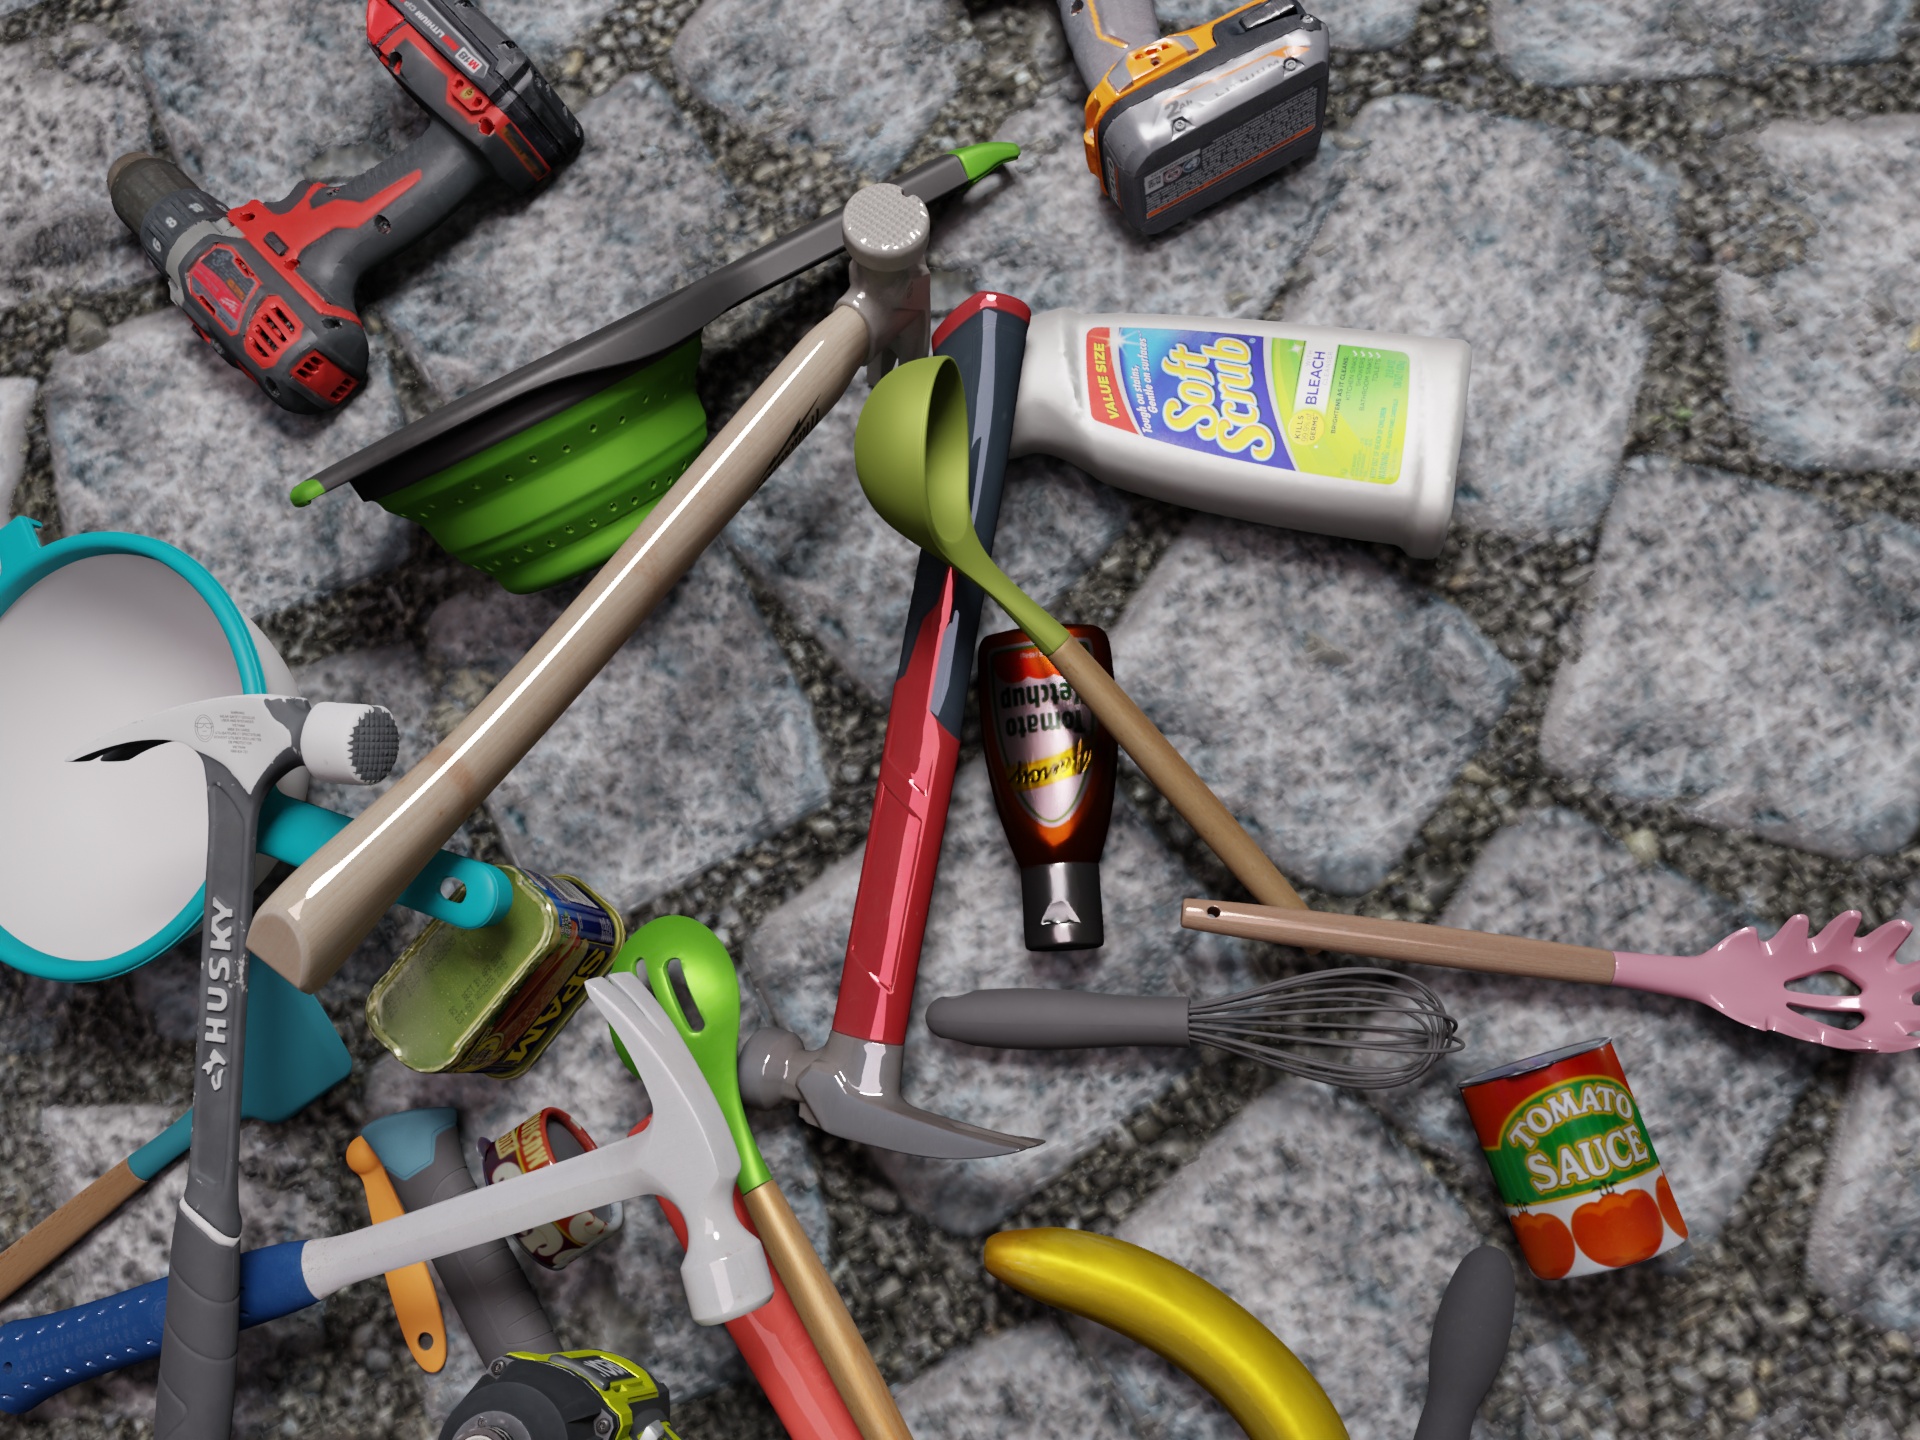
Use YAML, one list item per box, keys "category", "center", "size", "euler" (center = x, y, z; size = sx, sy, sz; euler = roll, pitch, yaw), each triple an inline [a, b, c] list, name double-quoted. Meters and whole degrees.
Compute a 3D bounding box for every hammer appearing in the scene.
- category: "hammer"
  center: [-0.324, 0.192, 0.678]
  size: [0.149, 0.036, 0.409]
  euler: [4, 89, 17]
- category: "hammer"
  center: [-0.050, 0.329, 0.679]
  size: [0.149, 0.036, 0.359]
  euler: [-30, 72, -19]
- category: "hammer"
  center: [-0.144, -0.051, 0.692]
  size: [0.038, 0.146, 0.411]
  euler: [35, 72, 11]
- category: "hammer"
  center: [-0.179, 0.318, 0.717]
  size: [0.128, 0.033, 0.331]
  euler: [-33, 75, -1]
- category: "hammer"
  center: [-0.001, -0.002, 0.719]
  size: [0.143, 0.038, 0.386]
  euler: [9, 86, 25]
- category: "hammer"
  center: [-0.275, 0.232, 0.698]
  size: [0.405, 0.035, 0.144]
  euler: [-22, 80, 18]

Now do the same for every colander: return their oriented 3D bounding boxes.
- category: "colander"
  center: [-0.122, -0.166, 0.783]
  size: [0.397, 0.205, 0.094]
  euler: [-32, 109, -15]

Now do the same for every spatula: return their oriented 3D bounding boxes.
- category: "spatula"
  center: [-0.424, 0.232, 0.767]
  size: [0.317, 0.044, 0.082]
  euler: [-39, 78, 0]

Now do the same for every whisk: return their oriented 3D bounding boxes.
- category: "whisk"
  center: [0.100, 0.136, 0.708]
  size: [0.239, 0.055, 0.055]
  euler: [-1, 78, 13]
- category: "whisk"
  center: [0.179, 0.354, 0.644]
  size: [0.070, 0.070, 0.285]
  euler: [19, 76, 12]

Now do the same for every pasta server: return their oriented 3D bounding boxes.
- category: "pasta server"
  center: [0.254, 0.100, 0.684]
  size: [0.316, 0.040, 0.060]
  euler: [7, 63, 5]

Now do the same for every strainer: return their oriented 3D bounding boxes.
- category: "strainer"
  center: [-0.337, 0.036, 0.759]
  size: [0.340, 0.095, 0.211]
  euler: [16, 89, 19]

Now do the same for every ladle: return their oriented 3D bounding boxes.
- category: "ladle"
  center: [0.068, -0.020, 0.684]
  size: [0.062, 0.078, 0.320]
  euler: [-35, 104, 27]

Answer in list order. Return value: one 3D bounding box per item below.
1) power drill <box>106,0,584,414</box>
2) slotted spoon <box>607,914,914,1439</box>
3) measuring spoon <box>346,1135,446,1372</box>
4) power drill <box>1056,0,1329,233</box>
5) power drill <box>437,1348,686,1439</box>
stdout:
- category: "power drill"
  center: [-0.340, -0.298, 0.857]
  size: [0.226, 0.080, 0.188]
  euler: [-46, 75, 0]
- category: "slotted spoon"
  center: [-0.074, 0.224, 0.686]
  size: [0.070, 0.031, 0.314]
  euler: [-34, 74, 12]
- category: "measuring spoon"
  center: [-0.269, 0.252, 0.755]
  size: [0.021, 0.011, 0.117]
  euler: [-25, 75, 3]
- category: "power drill"
  center: [0.096, -0.377, 0.806]
  size: [0.164, 0.084, 0.227]
  euler: [-28, 71, 1]
- category: "power drill"
  center: [-0.079, 0.302, 0.577]
  size: [0.223, 0.171, 0.080]
  euler: [23, 73, 11]
